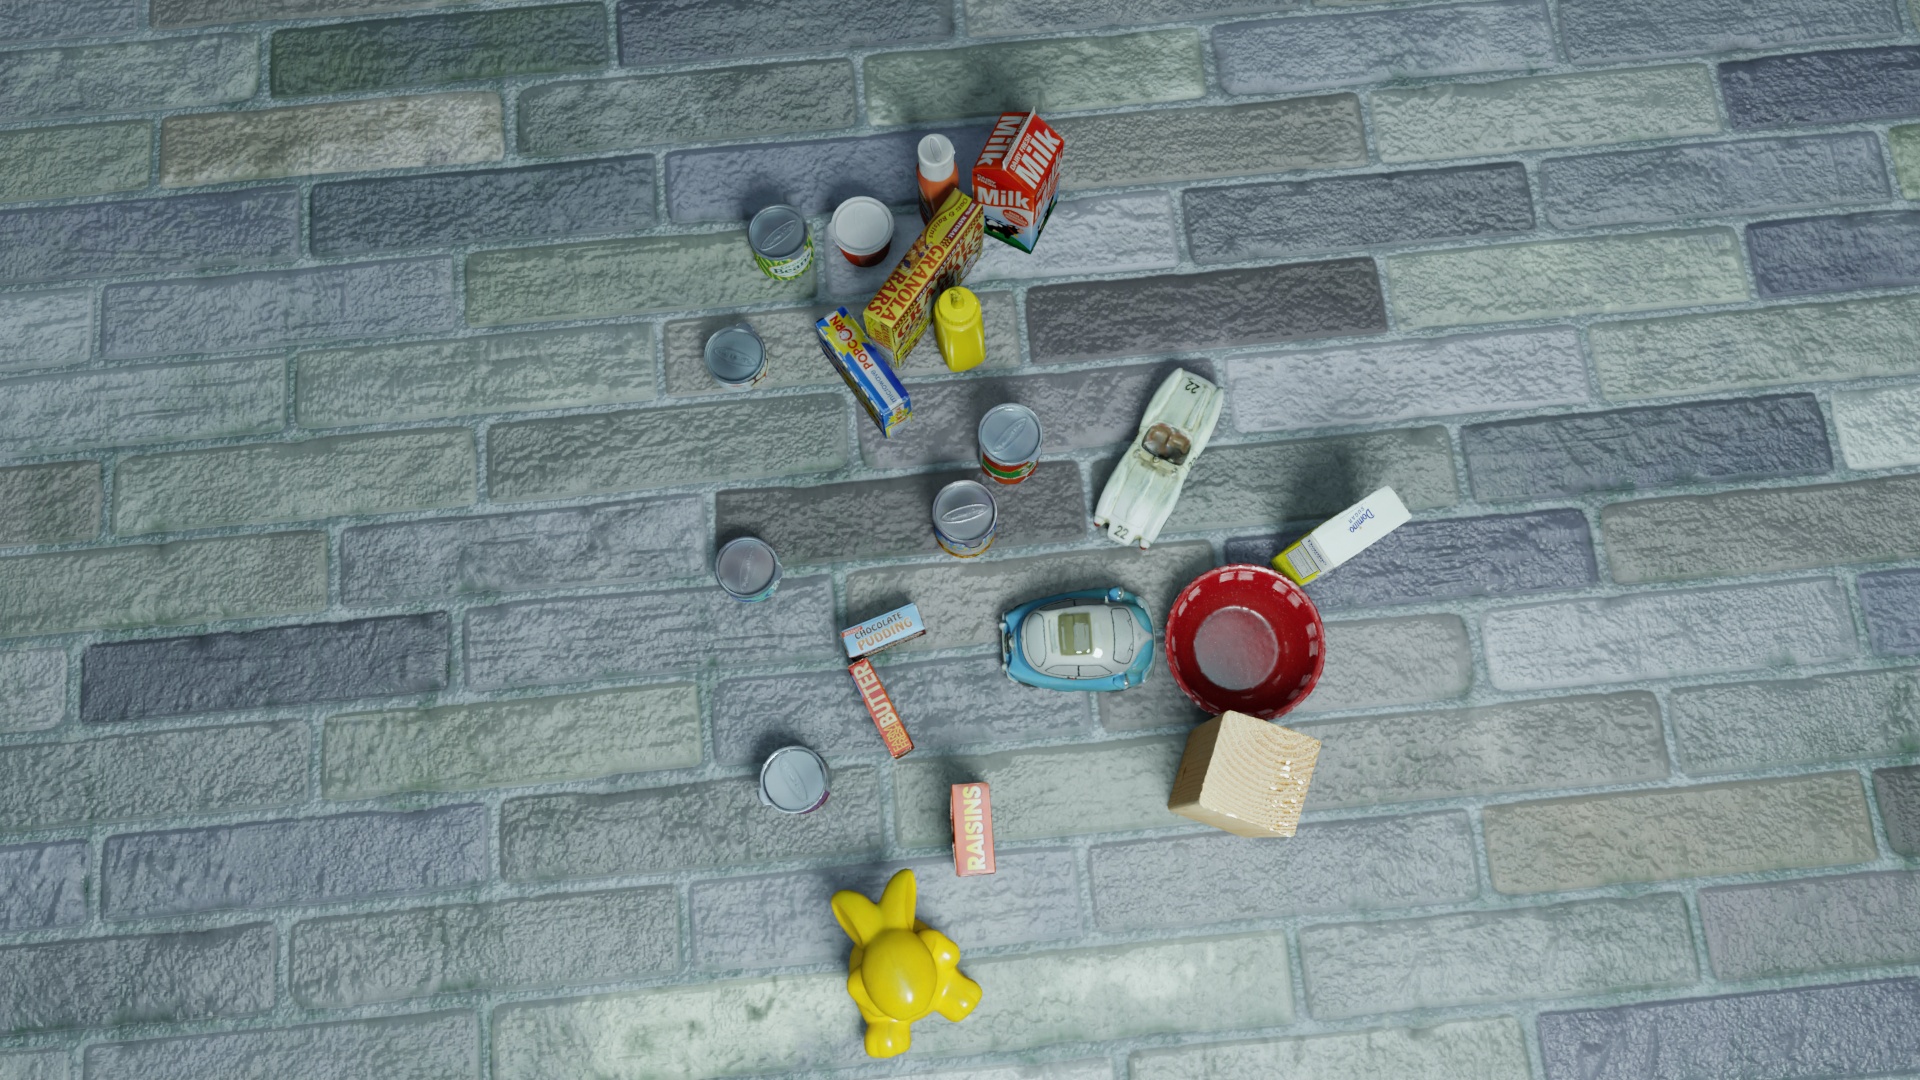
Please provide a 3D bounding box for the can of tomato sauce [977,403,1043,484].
[{"bbox_3d":[0.053,-0.098,1.448,0.071,0.083,0.071,0,78,1],"label":"can of tomato sauce"}]

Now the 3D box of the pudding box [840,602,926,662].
[{"bbox_3d":[-0.078,0.094,1.423,0.084,0.049,0.030,-21,78,-4],"label":"pudding box"}]

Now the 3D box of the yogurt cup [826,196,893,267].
[{"bbox_3d":[-0.106,-0.334,1.517,0.072,0.054,0.072,0,78,0],"label":"yogurt cup"}]

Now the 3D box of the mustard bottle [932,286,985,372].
[{"bbox_3d":[-0.001,-0.225,1.437,0.049,0.160,0.065,-20,78,-3],"label":"mustard bottle"}]

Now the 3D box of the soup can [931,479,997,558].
[{"bbox_3d":[0.005,-0.018,1.430,0.071,0.083,0.071,0,78,1],"label":"soup can"}]

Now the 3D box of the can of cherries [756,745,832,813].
[{"bbox_3d":[-0.166,0.240,1.386,0.071,0.058,0.071,0,78,1],"label":"can of cherries"}]

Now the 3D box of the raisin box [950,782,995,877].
[{"bbox_3d":[0.012,0.279,1.343,0.040,0.123,0.086,-3,78,0],"label":"raisin box"}]

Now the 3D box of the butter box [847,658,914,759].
[{"bbox_3d":[-0.080,0.171,1.404,0.024,0.053,0.103,-28,79,-5],"label":"butter box"}]

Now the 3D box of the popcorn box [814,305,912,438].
[{"bbox_3d":[-0.101,-0.176,1.466,0.038,0.085,0.127,-35,80,-6],"label":"popcorn box"}]

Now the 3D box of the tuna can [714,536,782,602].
[{"bbox_3d":[-0.218,0.031,1.447,0.071,0.032,0.071,0,77,0],"label":"tuna can"}]

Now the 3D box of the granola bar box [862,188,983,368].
[{"bbox_3d":[-0.036,-0.274,1.467,0.039,0.124,0.166,34,80,7],"label":"granola bar box"}]

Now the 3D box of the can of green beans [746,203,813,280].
[{"bbox_3d":[-0.195,-0.324,1.514,0.071,0.057,0.071,0,78,1],"label":"can of green beans"}]

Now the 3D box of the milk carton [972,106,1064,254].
[{"bbox_3d":[0.059,-0.380,1.456,0.073,0.190,0.072,26,79,6],"label":"milk carton"}]

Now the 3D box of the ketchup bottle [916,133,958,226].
[{"bbox_3d":[-0.024,-0.382,1.479,0.043,0.148,0.065,-17,78,-3],"label":"ketchup bottle"}]

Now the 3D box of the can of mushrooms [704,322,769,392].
[{"bbox_3d":[-0.239,-0.197,1.498,0.071,0.033,0.071,0,77,0],"label":"can of mushrooms"}]
